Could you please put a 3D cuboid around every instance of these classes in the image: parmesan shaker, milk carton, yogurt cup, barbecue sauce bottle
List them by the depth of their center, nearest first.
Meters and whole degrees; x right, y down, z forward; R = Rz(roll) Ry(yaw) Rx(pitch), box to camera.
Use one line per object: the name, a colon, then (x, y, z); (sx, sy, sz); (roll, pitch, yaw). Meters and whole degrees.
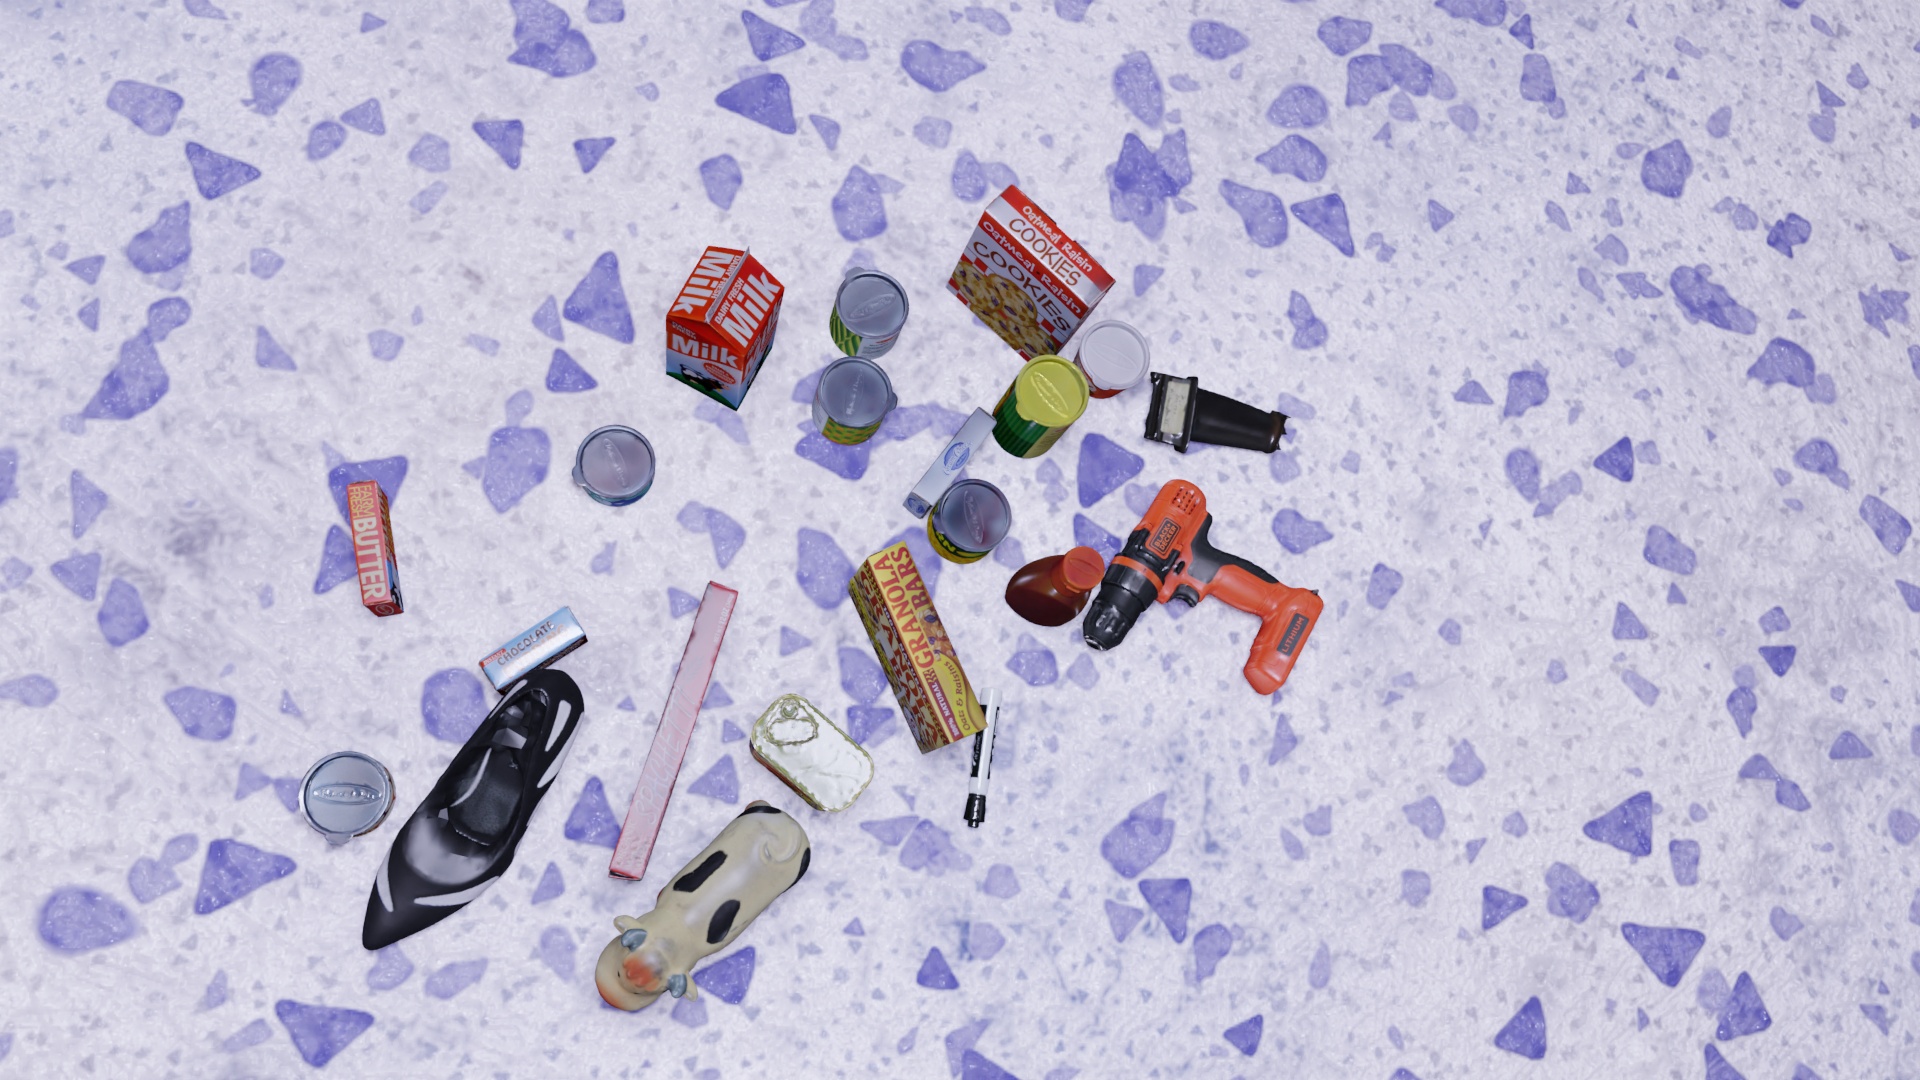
milk carton: (-0.198, -0.181, 1.161); (0.073, 0.190, 0.072); (28, 73, -5)
barbecue sauce bottle: (0.085, 0.038, 1.192); (0.065, 0.148, 0.044); (26, 73, -5)
parmesan shaker: (0.067, -0.117, 1.250); (0.071, 0.103, 0.071); (3, 76, -12)
yogurt cup: (0.138, -0.167, 1.304); (0.072, 0.053, 0.072); (3, 76, -12)

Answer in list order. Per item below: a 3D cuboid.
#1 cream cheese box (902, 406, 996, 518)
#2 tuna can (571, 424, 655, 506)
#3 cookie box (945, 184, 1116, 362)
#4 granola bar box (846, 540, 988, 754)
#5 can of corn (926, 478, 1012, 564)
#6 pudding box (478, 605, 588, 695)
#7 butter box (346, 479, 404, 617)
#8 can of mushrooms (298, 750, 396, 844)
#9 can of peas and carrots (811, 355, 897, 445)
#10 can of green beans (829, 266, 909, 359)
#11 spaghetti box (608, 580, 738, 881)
cream cheese box: (-0.010, -0.069, 1.248); (0.024, 0.053, 0.104); (38, 72, -2)
tuna can: (-0.298, -0.063, 1.193); (0.071, 0.032, 0.071); (3, 76, -12)
cookie box: (0.059, -0.231, 1.243); (0.123, 0.167, 0.040); (43, 72, 0)
granola bar box: (-0.040, 0.094, 1.164); (0.039, 0.124, 0.165); (-23, 83, -16)
can of corn: (0.004, -0.015, 1.235); (0.071, 0.058, 0.071); (3, 76, -12)
pudding box: (-0.348, 0.090, 1.136); (0.084, 0.049, 0.030); (-34, 86, -18)
butter box: (-0.475, 0.007, 1.127); (0.024, 0.053, 0.103); (-10, 79, -14)
can of mushrooms: (-0.480, 0.202, 1.088); (0.071, 0.033, 0.071); (3, 76, -12)
can of peas and carrots: (-0.095, -0.123, 1.239); (0.071, 0.058, 0.071); (3, 76, -12)
can of green beans: (-0.084, -0.204, 1.262); (0.071, 0.057, 0.071); (3, 76, -12)
spaghetti box: (-0.236, 0.157, 1.144); (0.029, 0.050, 0.251); (18, 73, -8)
